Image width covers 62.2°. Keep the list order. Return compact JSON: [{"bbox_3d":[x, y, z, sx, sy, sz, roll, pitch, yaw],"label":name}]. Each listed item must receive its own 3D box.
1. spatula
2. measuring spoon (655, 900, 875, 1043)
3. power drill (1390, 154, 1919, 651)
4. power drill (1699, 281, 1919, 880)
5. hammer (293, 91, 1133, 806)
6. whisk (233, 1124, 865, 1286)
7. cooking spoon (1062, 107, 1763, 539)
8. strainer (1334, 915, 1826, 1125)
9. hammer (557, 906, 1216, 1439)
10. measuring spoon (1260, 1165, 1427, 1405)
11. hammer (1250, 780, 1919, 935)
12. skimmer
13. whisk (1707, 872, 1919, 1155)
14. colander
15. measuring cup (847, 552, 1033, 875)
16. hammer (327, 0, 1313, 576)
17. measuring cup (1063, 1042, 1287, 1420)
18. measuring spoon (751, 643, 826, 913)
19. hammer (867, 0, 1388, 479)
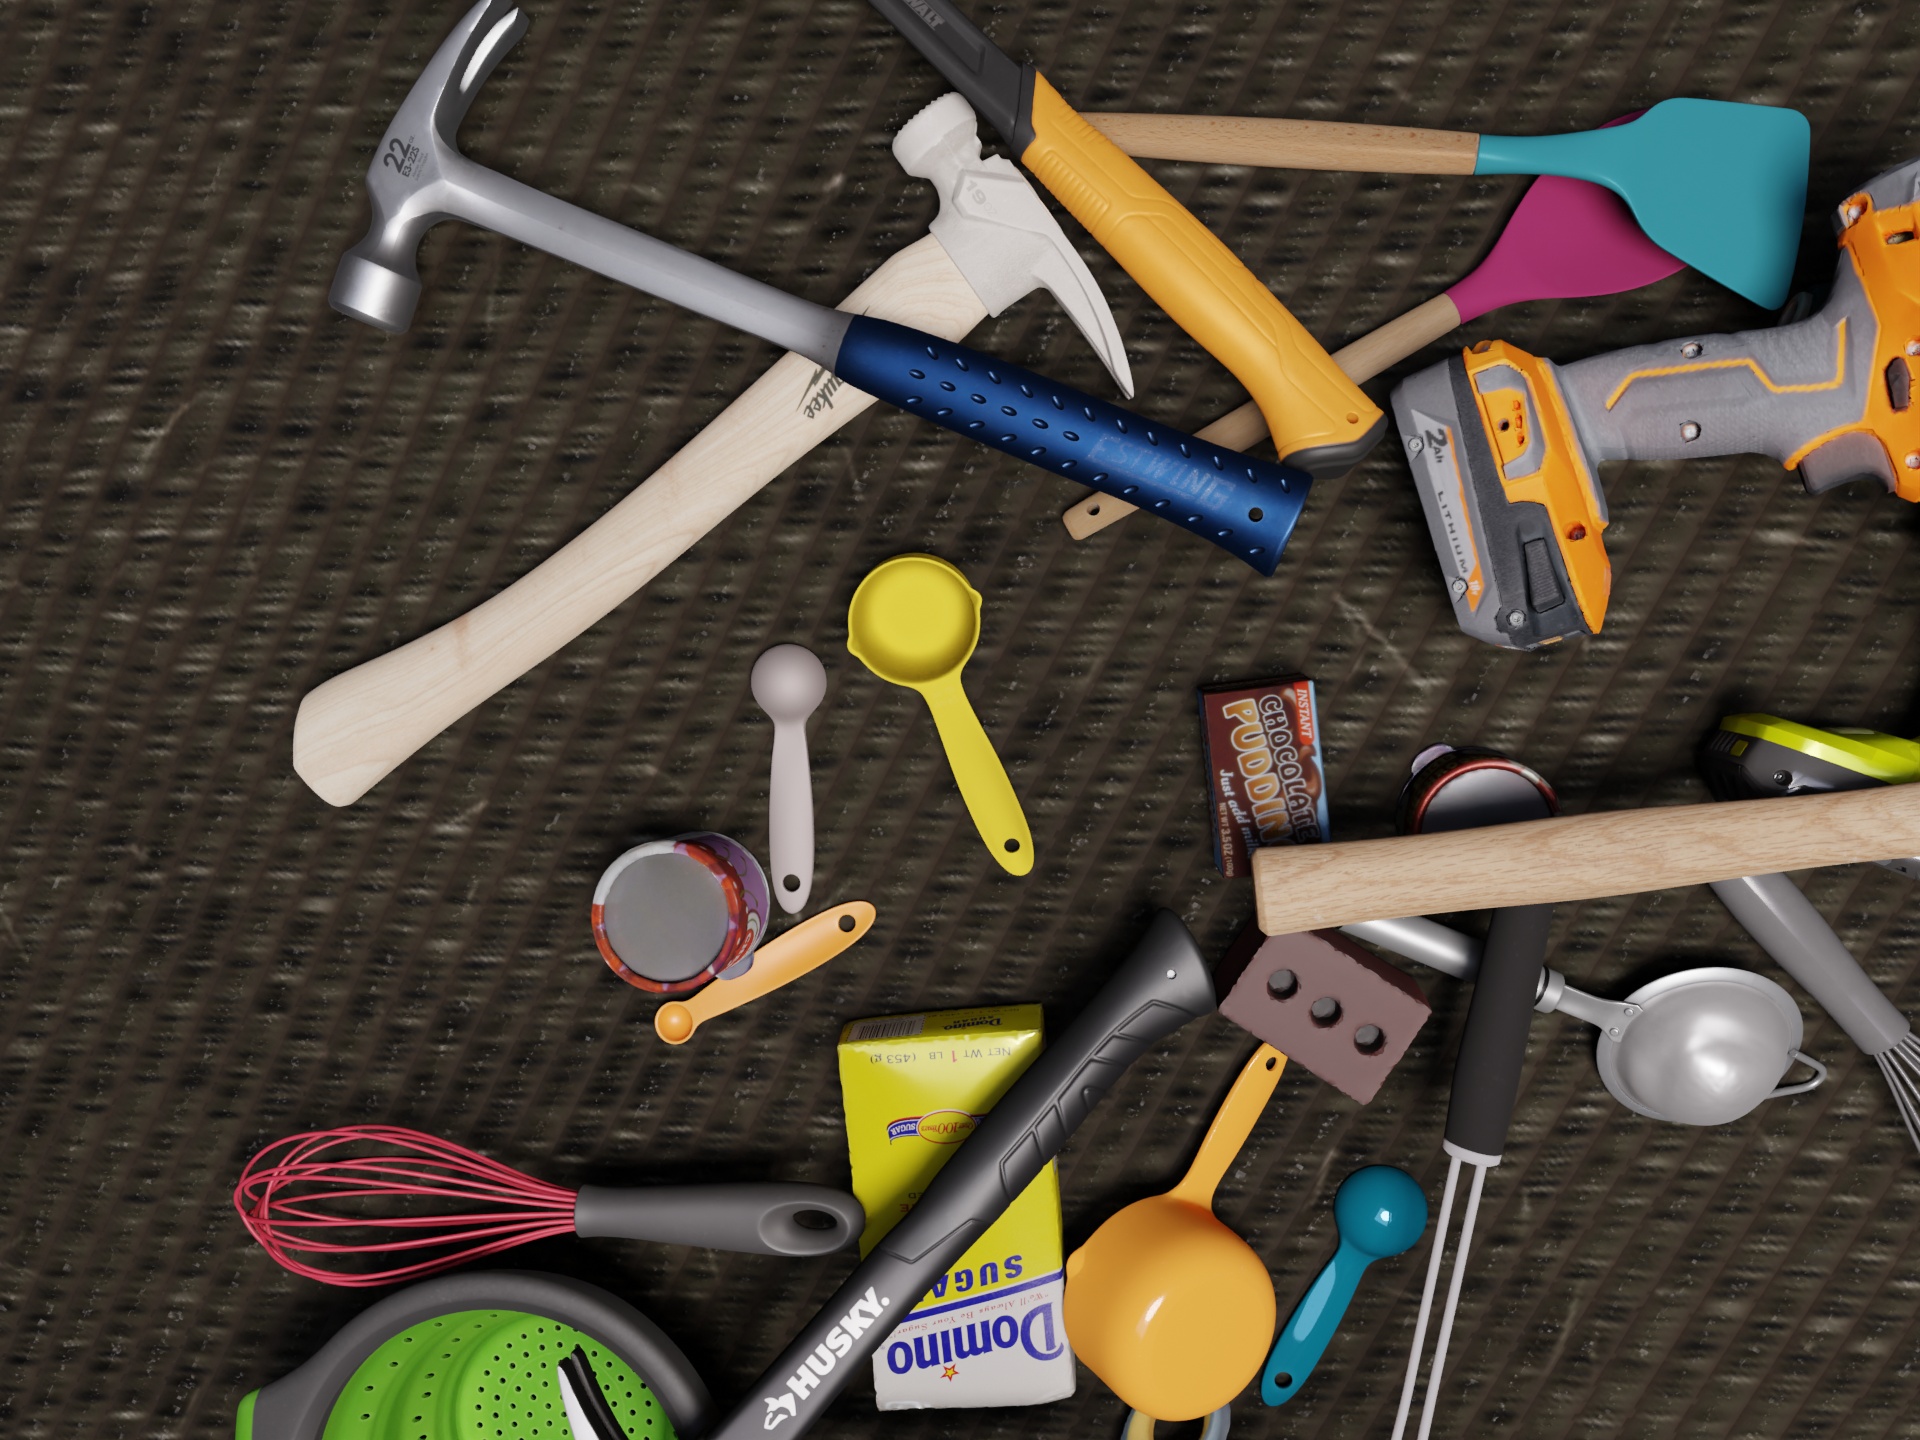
[{"bbox_3d":[0.184,-0.228,0.654,0.317,0.044,0.082,8,88,11],"label":"spatula"},{"bbox_3d":[-0.089,0.115,0.734,0.117,0.011,0.021,-30,83,4],"label":"measuring spoon"},{"bbox_3d":[0.296,-0.098,0.599,0.226,0.084,0.164,-18,82,25],"label":"power drill"},{"bbox_3d":[0.396,-0.054,0.643,0.190,0.080,0.228,20,96,5],"label":"power drill"},{"bbox_3d":[-0.121,-0.085,0.696,0.410,0.038,0.146,-36,95,8],"label":"hammer"},{"bbox_3d":[-0.188,0.220,0.716,0.296,0.073,0.073,-1,97,8],"label":"whisk"},{"bbox_3d":[0.184,-0.161,0.673,0.319,0.017,0.069,-29,84,7],"label":"cooking spoon"},{"bbox_3d":[0.259,0.121,0.686,0.258,0.050,0.086,22,118,0],"label":"strainer"},{"bbox_3d":[-0.016,0.209,0.657,0.146,0.035,0.335,42,83,7],"label":"hammer"},{"bbox_3d":[0.172,0.263,0.726,0.042,0.021,0.128,27,97,0],"label":"measuring spoon"},{"bbox_3d":[0.279,0.045,0.609,0.331,0.031,0.130,-7,90,9],"label":"hammer"},{"bbox_3d":[0.211,0.237,0.689,0.127,0.090,0.363,13,96,24],"label":"skimmer"},{"bbox_3d":[0.397,0.133,0.685,0.055,0.055,0.239,-42,88,8],"label":"whisk"},{"bbox_3d":[-0.114,0.332,0.715,0.397,0.094,0.204,-3,92,5],"label":"colander"},{"bbox_3d":[-0.001,-0.002,0.709,0.062,0.029,0.156,-21,107,7],"label":"measuring cup"},{"bbox_3d":[-0.053,-0.160,0.638,0.405,0.035,0.144,23,97,7],"label":"hammer"},{"bbox_3d":[0.115,0.223,0.699,0.095,0.052,0.173,29,89,-28],"label":"measuring cup"},{"bbox_3d":[-0.077,0.028,0.716,0.034,0.018,0.124,0,98,4],"label":"measuring spoon"},{"bbox_3d":[0.048,-0.230,0.634,0.127,0.034,0.337,-44,89,-14],"label":"hammer"}]
